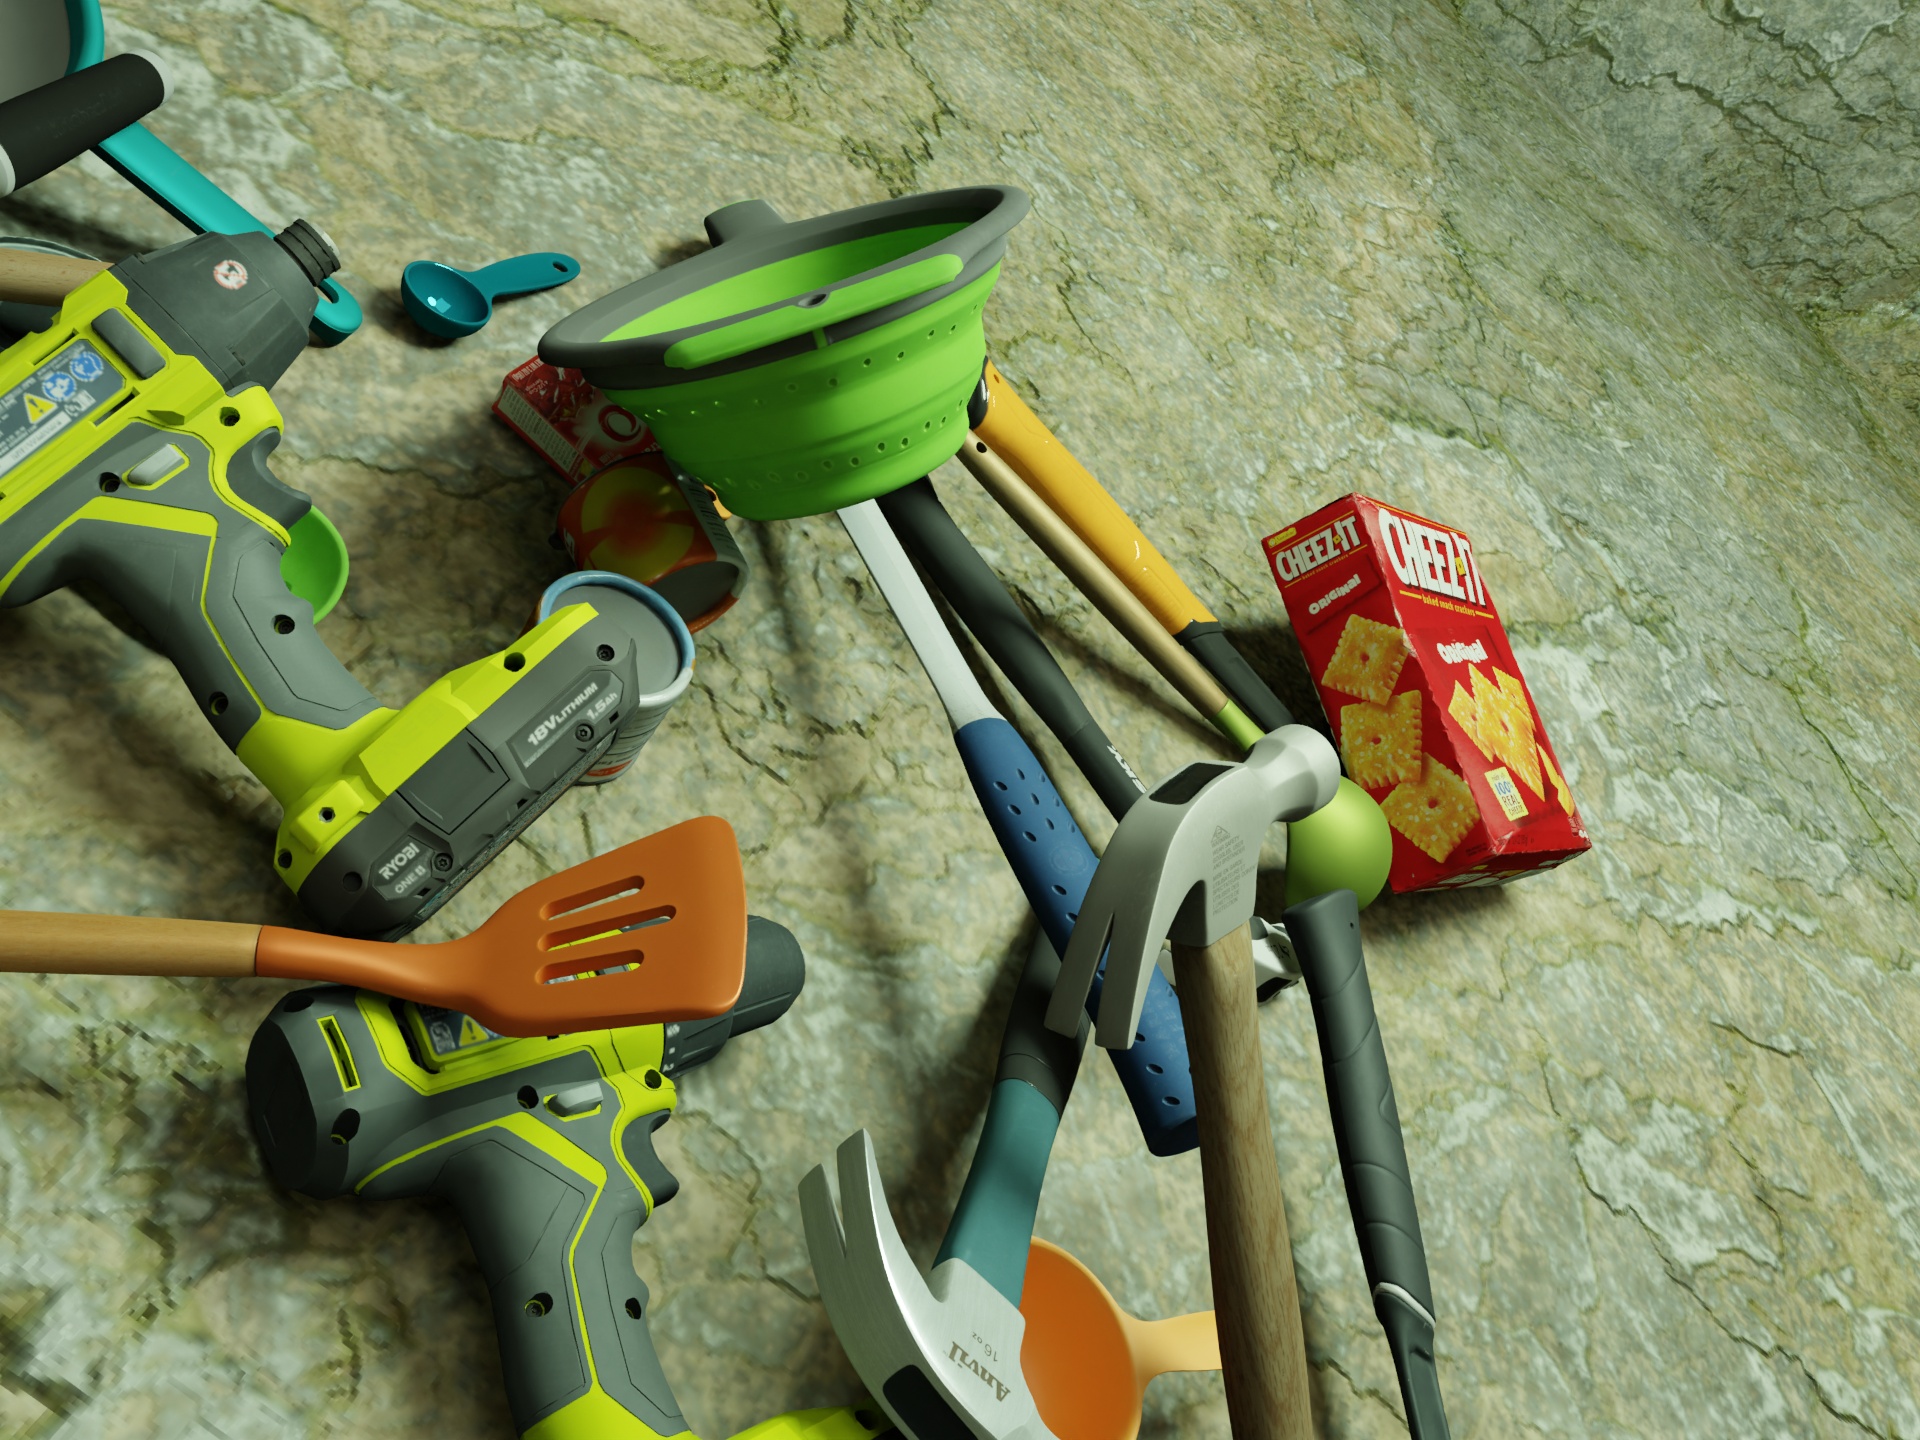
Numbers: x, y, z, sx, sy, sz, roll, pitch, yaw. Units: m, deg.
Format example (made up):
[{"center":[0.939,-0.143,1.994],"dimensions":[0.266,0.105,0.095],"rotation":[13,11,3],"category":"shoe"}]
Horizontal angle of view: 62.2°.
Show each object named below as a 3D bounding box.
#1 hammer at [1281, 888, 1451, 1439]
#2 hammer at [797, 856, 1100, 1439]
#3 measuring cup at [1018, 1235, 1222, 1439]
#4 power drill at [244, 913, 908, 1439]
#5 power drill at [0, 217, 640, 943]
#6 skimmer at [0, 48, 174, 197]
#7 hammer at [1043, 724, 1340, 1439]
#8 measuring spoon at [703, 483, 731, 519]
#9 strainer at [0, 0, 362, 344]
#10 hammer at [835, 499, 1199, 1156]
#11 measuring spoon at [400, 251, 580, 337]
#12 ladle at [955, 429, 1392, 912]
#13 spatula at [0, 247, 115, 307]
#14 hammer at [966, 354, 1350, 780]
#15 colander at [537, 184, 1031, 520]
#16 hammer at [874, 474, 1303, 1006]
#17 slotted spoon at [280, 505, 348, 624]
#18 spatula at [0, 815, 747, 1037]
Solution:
[{"center":[0.185,0.256,0.632],"dimensions":[0.149,0.036,0.409],"rotation":[23,50,-39],"category":"hammer"},{"center":[0.027,0.138,0.593],"dimensions":[0.128,0.033,0.331],"rotation":[43,24,-6],"category":"hammer"},{"center":[0.047,0.236,0.576],"dimensions":[0.173,0.052,0.095],"rotation":[10,50,-36],"category":"measuring cup"},{"center":[-0.094,0.165,0.503],"dimensions":[0.190,0.080,0.229],"rotation":[-9,59,-43],"category":"power drill"},{"center":[-0.221,-0.050,0.534],"dimensions":[0.223,0.080,0.171],"rotation":[46,73,-4],"category":"power drill"},{"center":[-0.301,-0.153,0.477],"dimensions":[0.090,0.127,0.364],"rotation":[-5,34,7],"category":"skimmer"},{"center":[0.096,0.176,0.534],"dimensions":[0.130,0.031,0.331],"rotation":[-22,109,-43],"category":"hammer"},{"center":[-0.154,-0.139,0.767],"dimensions":[0.117,0.011,0.021],"rotation":[42,40,-2],"category":"measuring spoon"},{"center":[-0.399,-0.245,0.616],"dimensions":[0.340,0.095,0.211],"rotation":[40,34,-37],"category":"strainer"},{"center":[-0.001,-0.002,0.673],"dimensions":[0.144,0.035,0.406],"rotation":[-8,51,-28],"category":"hammer"},{"center":[-0.225,-0.207,0.770],"dimensions":[0.042,0.021,0.129],"rotation":[43,31,-1],"category":"measuring spoon"},{"center":[0.101,-0.021,0.786],"dimensions":[0.320,0.062,0.078],"rotation":[45,55,-11],"category":"ladle"},{"center":[-0.396,-0.168,0.534],"dimensions":[0.317,0.044,0.082],"rotation":[4,39,-16],"category":"spatula"},{"center":[0.113,-0.068,0.849],"dimensions":[0.336,0.034,0.127],"rotation":[44,38,-21],"category":"hammer"},{"center":[-0.077,-0.175,0.728],"dimensions":[0.397,0.204,0.094],"rotation":[-118,-170,-64],"category":"colander"},{"center":[0.048,-0.005,0.774],"dimensions":[0.335,0.035,0.146],"rotation":[55,18,19],"category":"hammer"},{"center":[-0.370,-0.095,0.540],"dimensions":[0.313,0.031,0.070],"rotation":[20,63,-22],"category":"slotted spoon"},{"center":[-0.224,0.057,0.448],"dimensions":[0.322,0.041,0.081],"rotation":[4,39,-14],"category":"spatula"}]
